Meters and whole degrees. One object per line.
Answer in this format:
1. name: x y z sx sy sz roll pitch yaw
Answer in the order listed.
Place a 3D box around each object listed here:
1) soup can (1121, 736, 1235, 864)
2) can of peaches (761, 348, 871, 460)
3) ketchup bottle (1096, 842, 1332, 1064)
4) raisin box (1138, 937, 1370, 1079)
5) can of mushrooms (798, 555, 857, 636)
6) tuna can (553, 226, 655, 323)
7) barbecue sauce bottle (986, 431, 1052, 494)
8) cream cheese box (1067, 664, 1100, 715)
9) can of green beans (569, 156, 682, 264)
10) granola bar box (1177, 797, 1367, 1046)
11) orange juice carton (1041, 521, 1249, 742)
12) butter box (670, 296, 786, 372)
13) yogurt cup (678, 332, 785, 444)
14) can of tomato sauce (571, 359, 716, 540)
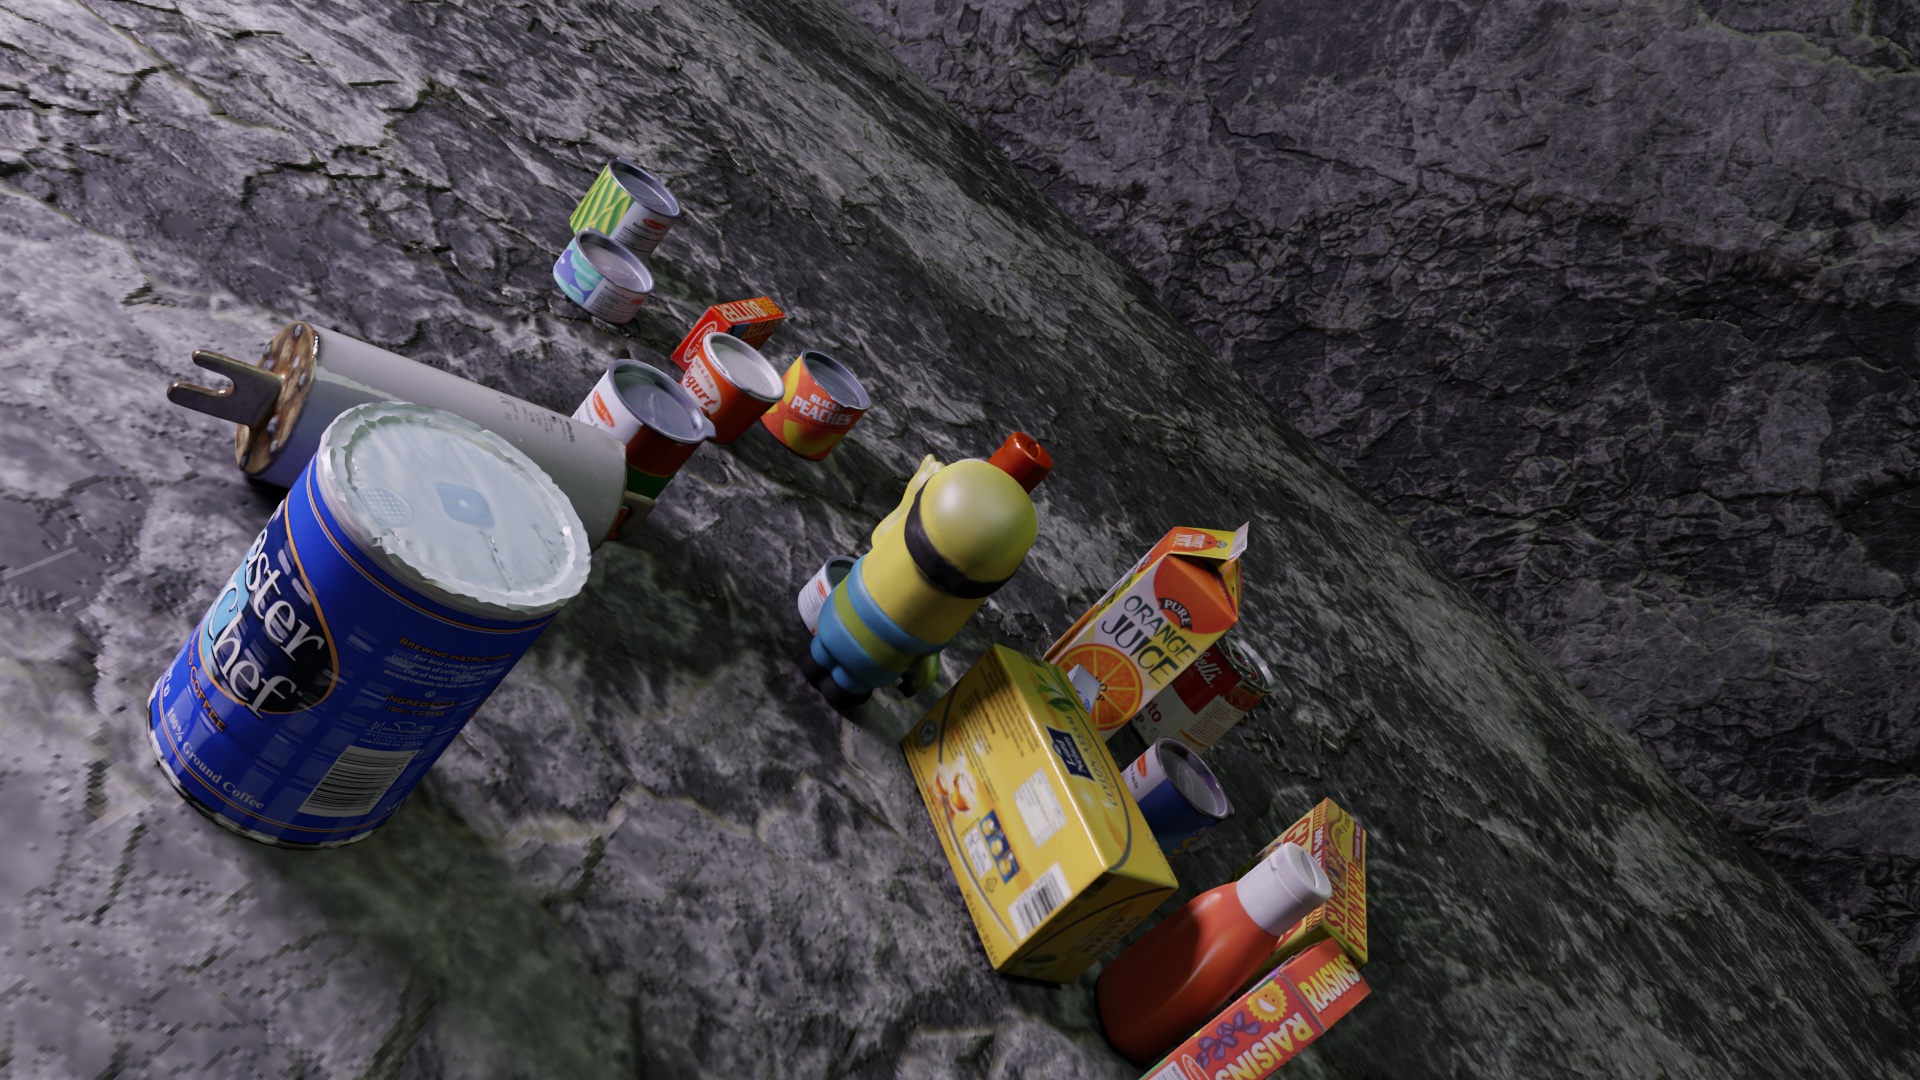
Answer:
1. soup can: 0.127 0.183 0.919 0.071 0.083 0.072 36 23 -18
2. can of peaches: -0.112 -0.102 1.062 0.071 0.058 0.071 36 23 -18
3. ketchup bottle: 0.140 0.227 0.776 0.043 0.148 0.065 37 22 -17
4. raisin box: 0.155 0.272 0.753 0.040 0.123 0.086 53 23 23
5. can of mushrooms: -0.069 0.046 0.900 0.071 0.033 0.071 36 23 -18
6. tuna can: -0.259 -0.192 1.006 0.071 0.032 0.071 36 23 -18
7. barbecue sauce bottle: 0.003 -0.012 0.975 0.043 0.148 0.065 41 22 -6
8. cream cheese box: 0.064 0.127 0.954 0.024 0.053 0.104 43 22 -1
9. can of green beans: -0.260 -0.252 1.079 0.071 0.057 0.071 36 23 -18
10. granola bar box: 0.199 0.246 0.875 0.039 0.124 0.166 44 22 1
11. orange juice carton: 0.144 0.059 1.027 0.073 0.192 0.072 43 21 0
12. butter box: -0.175 -0.156 1.057 0.024 0.053 0.104 45 22 3
13. yogurt cup: -0.166 -0.105 0.980 0.072 0.053 0.073 36 23 -18
14. can of tomato sauce: -0.193 -0.050 0.794 0.071 0.083 0.071 36 23 -18
